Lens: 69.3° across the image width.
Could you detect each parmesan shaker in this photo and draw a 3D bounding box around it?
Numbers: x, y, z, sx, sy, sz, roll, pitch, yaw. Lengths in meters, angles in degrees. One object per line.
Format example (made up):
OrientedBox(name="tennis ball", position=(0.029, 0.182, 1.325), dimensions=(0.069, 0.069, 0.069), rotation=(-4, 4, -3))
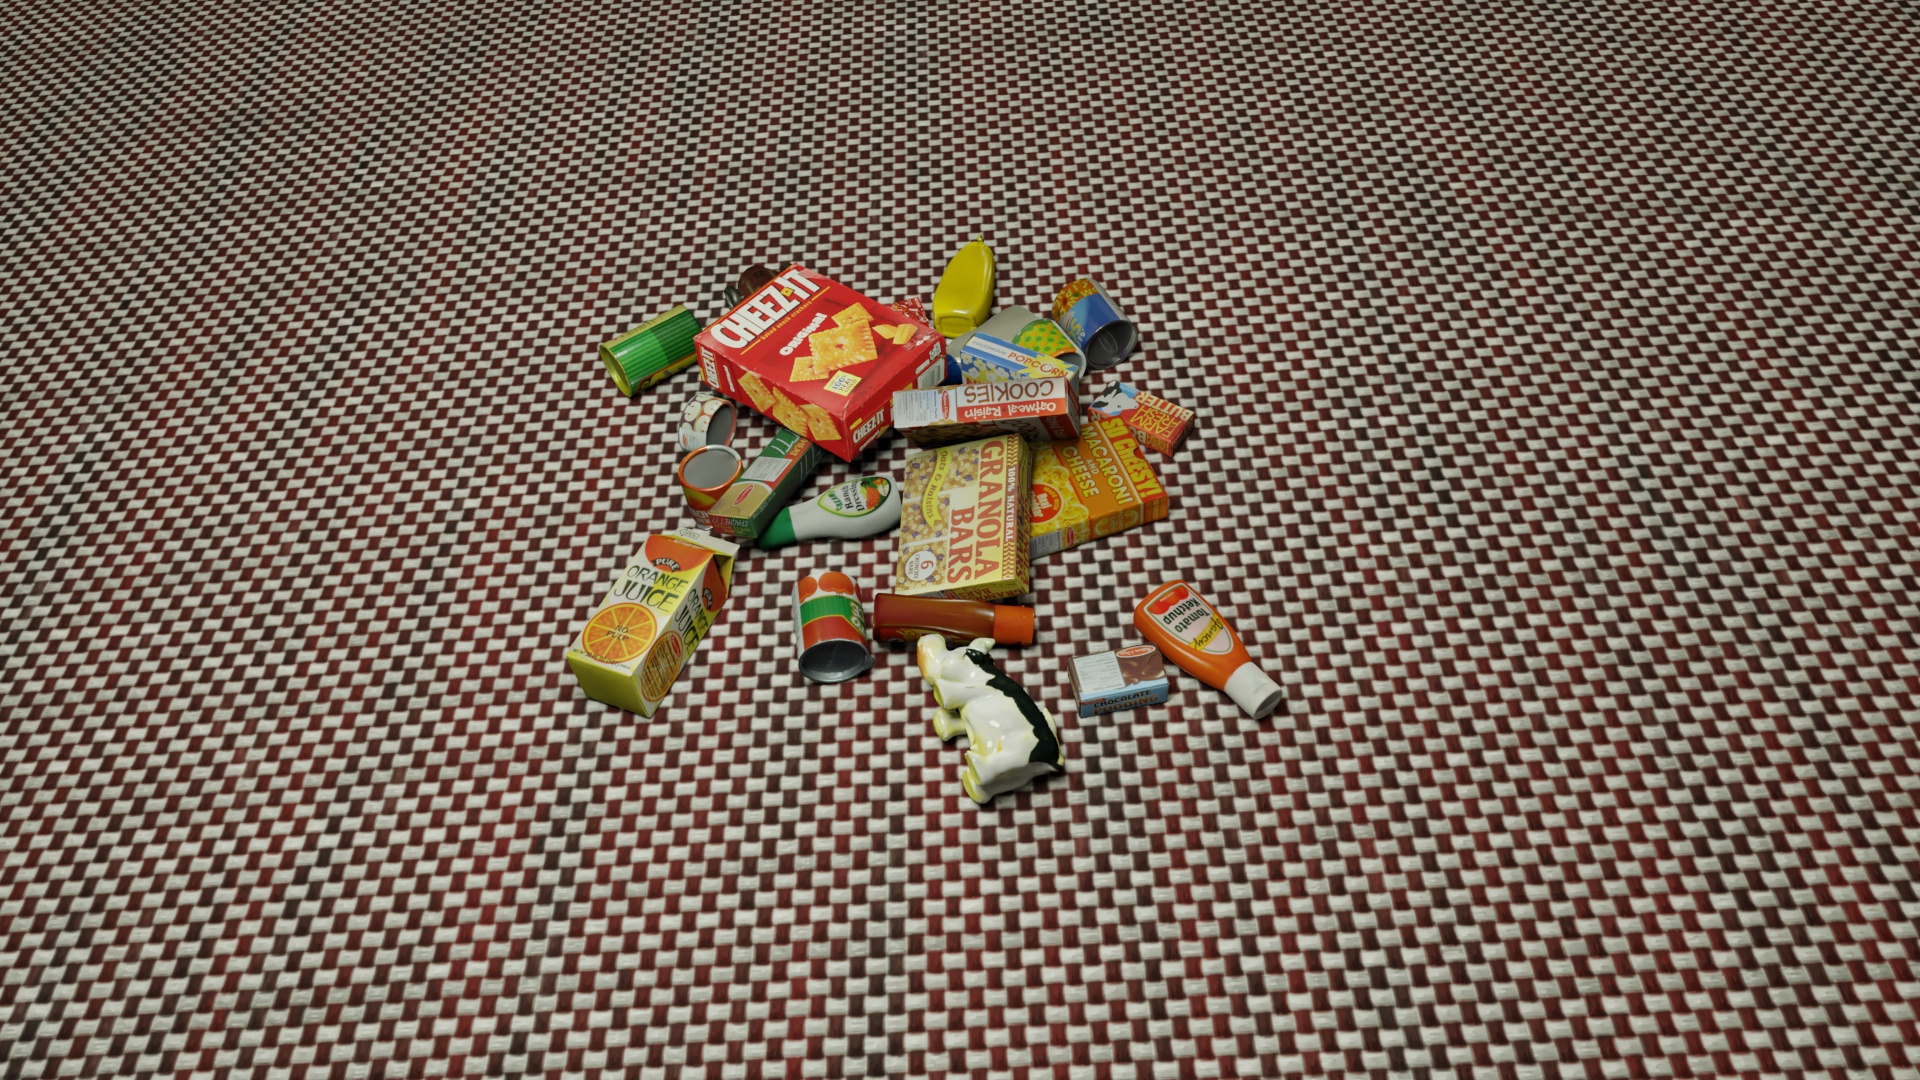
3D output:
OrientedBox(name="parmesan shaker", position=(-0.341, -0.213, 1.555), dimensions=(0.103, 0.071, 0.071), rotation=(-32, 55, -21))

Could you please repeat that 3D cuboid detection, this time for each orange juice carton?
OrientedBox(name="orange juice carton", position=(-0.284, 0.065, 1.314), dimensions=(0.072, 0.072, 0.194), rotation=(15, 52, 17))

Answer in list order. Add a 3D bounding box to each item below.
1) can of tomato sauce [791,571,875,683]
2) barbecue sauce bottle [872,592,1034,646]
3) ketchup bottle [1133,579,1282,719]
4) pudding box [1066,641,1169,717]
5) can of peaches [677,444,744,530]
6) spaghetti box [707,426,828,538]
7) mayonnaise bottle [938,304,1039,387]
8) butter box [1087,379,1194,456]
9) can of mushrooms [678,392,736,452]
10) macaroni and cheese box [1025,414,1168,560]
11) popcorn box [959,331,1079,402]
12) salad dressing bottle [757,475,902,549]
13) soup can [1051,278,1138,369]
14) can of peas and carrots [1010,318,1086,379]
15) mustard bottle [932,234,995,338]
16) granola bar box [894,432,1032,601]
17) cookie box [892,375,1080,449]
OrientedBox(name="can of tomato sauce", position=(-0.119, 0.080, 1.292), dimensions=(0.071, 0.070, 0.083), rotation=(-10, 49, -3))
OrientedBox(name="barbecue sauce bottle", position=(-0.007, 0.075, 1.291), dimensions=(0.149, 0.064, 0.044), rotation=(4, 75, -2))
OrientedBox(name="ketchup bottle", position=(0.227, 0.100, 1.259), dimensions=(0.065, 0.043, 0.149), rotation=(-30, 55, -21))
OrientedBox(name="pudding box", position=(0.142, 0.126, 1.253), dimensions=(0.084, 0.030, 0.050), rotation=(-11, 49, -4))
OrientedBox(name="can of peaches", position=(-0.252, -0.054, 1.422), dimensions=(0.071, 0.057, 0.071), rotation=(-2, 49, 3))
OrientedBox(name="spaghetti box", position=(-0.172, -0.089, 1.433), dimensions=(0.050, 0.028, 0.251), rotation=(8, 41, 25))
OrientedBox(name="mayonnaise bottle", position=(0.022, -0.207, 1.539), dimensions=(0.148, 0.041, 0.065), rotation=(-31, 50, -19))
OrientedBox(name="butter box", position=(0.191, -0.130, 1.468), dimensions=(0.103, 0.024, 0.053), rotation=(26, 56, 24))
OrientedBox(name="can of mushrooms", position=(-0.267, -0.123, 1.475), dimensions=(0.033, 0.070, 0.071), rotation=(17, 54, 18))
OrientedBox(name="macaroni and cheese box", position=(0.109, -0.054, 1.400), dimensions=(0.167, 0.040, 0.124), rotation=(-17, 51, -8))
OrientedBox(name="popcorn box", position=(0.063, -0.161, 1.466), dimensions=(0.127, 0.084, 0.038), rotation=(23, 54, 23))
OrientedBox(name="salad dressing bottle", position=(-0.133, -0.025, 1.396), dimensions=(0.148, 0.043, 0.064), rotation=(-14, 49, -4))
OrientedBox(name="soup can", position=(0.145, -0.239, 1.539), dimensions=(0.071, 0.071, 0.084), rotation=(-21, 51, -12))
OrientedBox(name="can of peas and carrots", position=(0.092, -0.196, 1.507), dimensions=(0.071, 0.070, 0.059), rotation=(-25, 53, -15))
OrientedBox(name="mustard bottle", position=(0.011, -0.301, 1.613), dimensions=(0.065, 0.048, 0.161), rotation=(6, 50, 12))
OrientedBox(name="granola bar box", position=(0.005, -0.017, 1.345), dimensions=(0.124, 0.039, 0.166), rotation=(-10, 56, 21))
OrientedBox(name="cookie box", position=(0.029, -0.125, 1.365), dimensions=(0.167, 0.123, 0.040), rotation=(-4, 83, 10))
